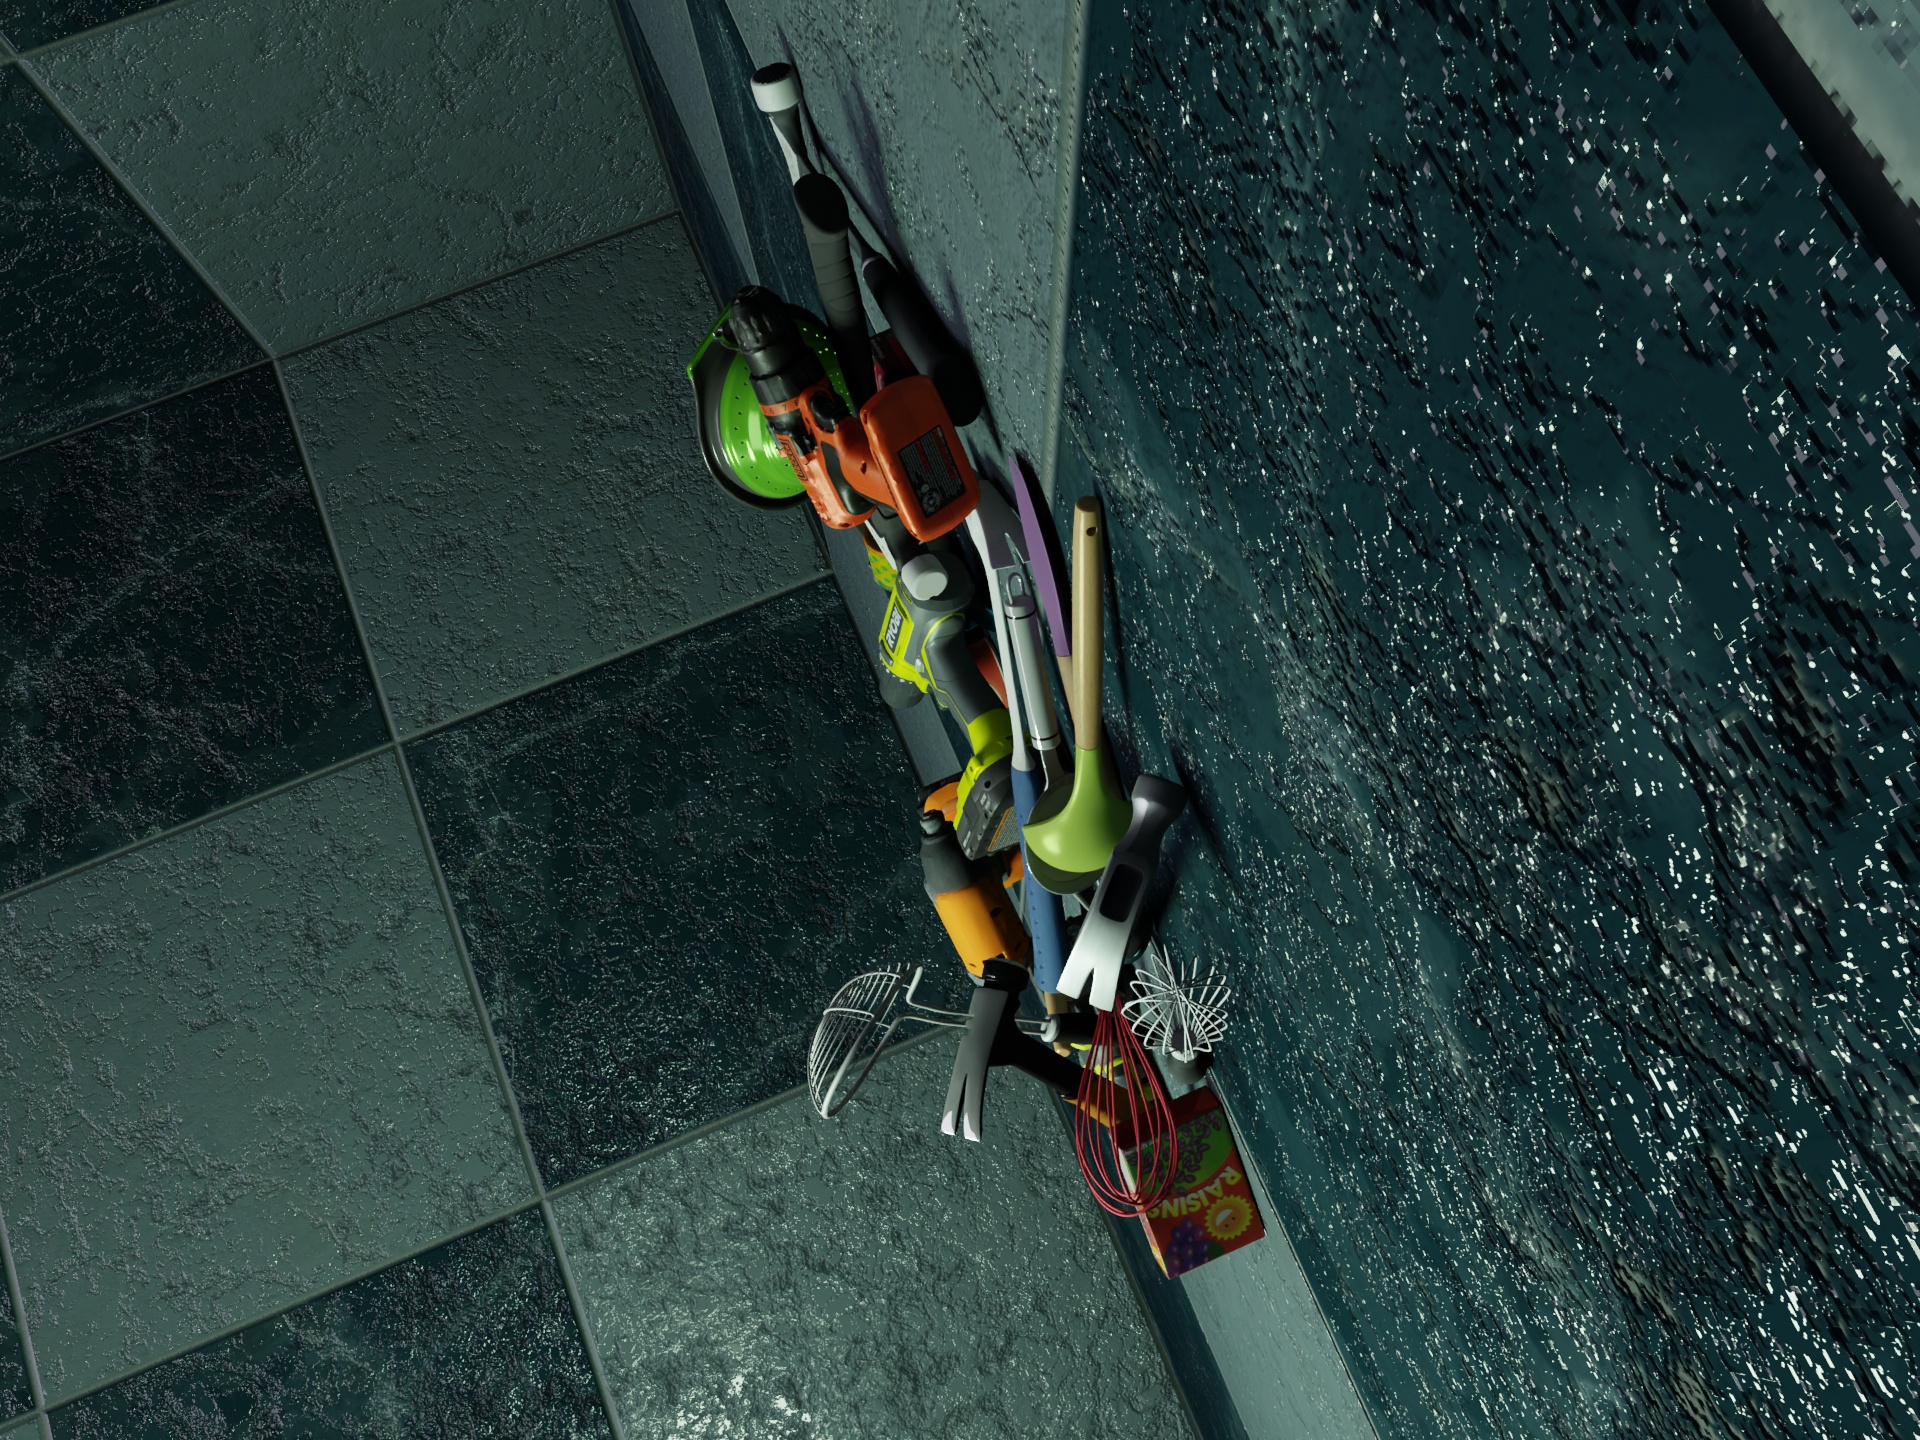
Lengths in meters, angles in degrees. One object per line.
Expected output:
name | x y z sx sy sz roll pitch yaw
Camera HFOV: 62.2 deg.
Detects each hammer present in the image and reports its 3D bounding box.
hammer | -0.073 -0.243 1.145 0.146 0.035 0.334 58 168 36
hammer | 0.106 0.124 1.013 0.033 0.128 0.330 21 171 11
hammer | 0.100 0.295 1.227 0.336 0.034 0.127 38 -119 -47
hammer | -0.067 -0.329 1.145 0.149 0.036 0.409 72 173 -46
hammer | 0.045 0.025 1.154 0.144 0.035 0.405 -124 21 -63

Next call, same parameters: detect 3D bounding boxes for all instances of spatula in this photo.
spatula | 0.076 -0.023 1.032 0.060 0.018 0.315 -112 3 -61

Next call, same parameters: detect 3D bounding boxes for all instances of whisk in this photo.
whisk | 0.149 0.209 1.066 0.284 0.070 0.070 67 179 -67
whisk | 0.111 0.220 1.165 0.073 0.073 0.296 74 -170 -48

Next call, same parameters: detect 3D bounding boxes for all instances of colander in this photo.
colander | -0.118 -0.259 1.618 0.095 0.204 0.396 18 158 37

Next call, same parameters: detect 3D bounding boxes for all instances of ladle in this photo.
ladle | 0.071 -0.014 0.936 0.319 0.078 0.062 85 170 -49

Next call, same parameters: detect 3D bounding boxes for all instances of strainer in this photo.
strainer | 0.058 0.017 1.070 0.050 0.087 0.258 21 132 47

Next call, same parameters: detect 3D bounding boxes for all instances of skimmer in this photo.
skimmer | 0.037 0.249 1.209 0.090 0.363 0.127 46 116 48

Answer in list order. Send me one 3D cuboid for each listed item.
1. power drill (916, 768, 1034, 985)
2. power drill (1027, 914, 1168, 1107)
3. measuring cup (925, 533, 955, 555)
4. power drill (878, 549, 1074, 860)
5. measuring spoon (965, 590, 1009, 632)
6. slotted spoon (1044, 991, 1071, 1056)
power drill | 0.008 0.122 1.452 0.227 0.084 0.164 -89 -25 -71
power drill | 0.138 0.300 1.446 0.171 0.080 0.223 -119 5 -56
measuring cup | -0.019 -0.096 1.433 0.083 0.038 0.167 -76 -19 -48
power drill | -0.002 -0.004 1.332 0.229 0.080 0.190 62 155 23
measuring spoon | 0.023 -0.092 1.339 0.129 0.021 0.042 -150 42 -67
slotted spoon | 0.074 0.168 1.418 0.314 0.031 0.070 -96 -11 -48
